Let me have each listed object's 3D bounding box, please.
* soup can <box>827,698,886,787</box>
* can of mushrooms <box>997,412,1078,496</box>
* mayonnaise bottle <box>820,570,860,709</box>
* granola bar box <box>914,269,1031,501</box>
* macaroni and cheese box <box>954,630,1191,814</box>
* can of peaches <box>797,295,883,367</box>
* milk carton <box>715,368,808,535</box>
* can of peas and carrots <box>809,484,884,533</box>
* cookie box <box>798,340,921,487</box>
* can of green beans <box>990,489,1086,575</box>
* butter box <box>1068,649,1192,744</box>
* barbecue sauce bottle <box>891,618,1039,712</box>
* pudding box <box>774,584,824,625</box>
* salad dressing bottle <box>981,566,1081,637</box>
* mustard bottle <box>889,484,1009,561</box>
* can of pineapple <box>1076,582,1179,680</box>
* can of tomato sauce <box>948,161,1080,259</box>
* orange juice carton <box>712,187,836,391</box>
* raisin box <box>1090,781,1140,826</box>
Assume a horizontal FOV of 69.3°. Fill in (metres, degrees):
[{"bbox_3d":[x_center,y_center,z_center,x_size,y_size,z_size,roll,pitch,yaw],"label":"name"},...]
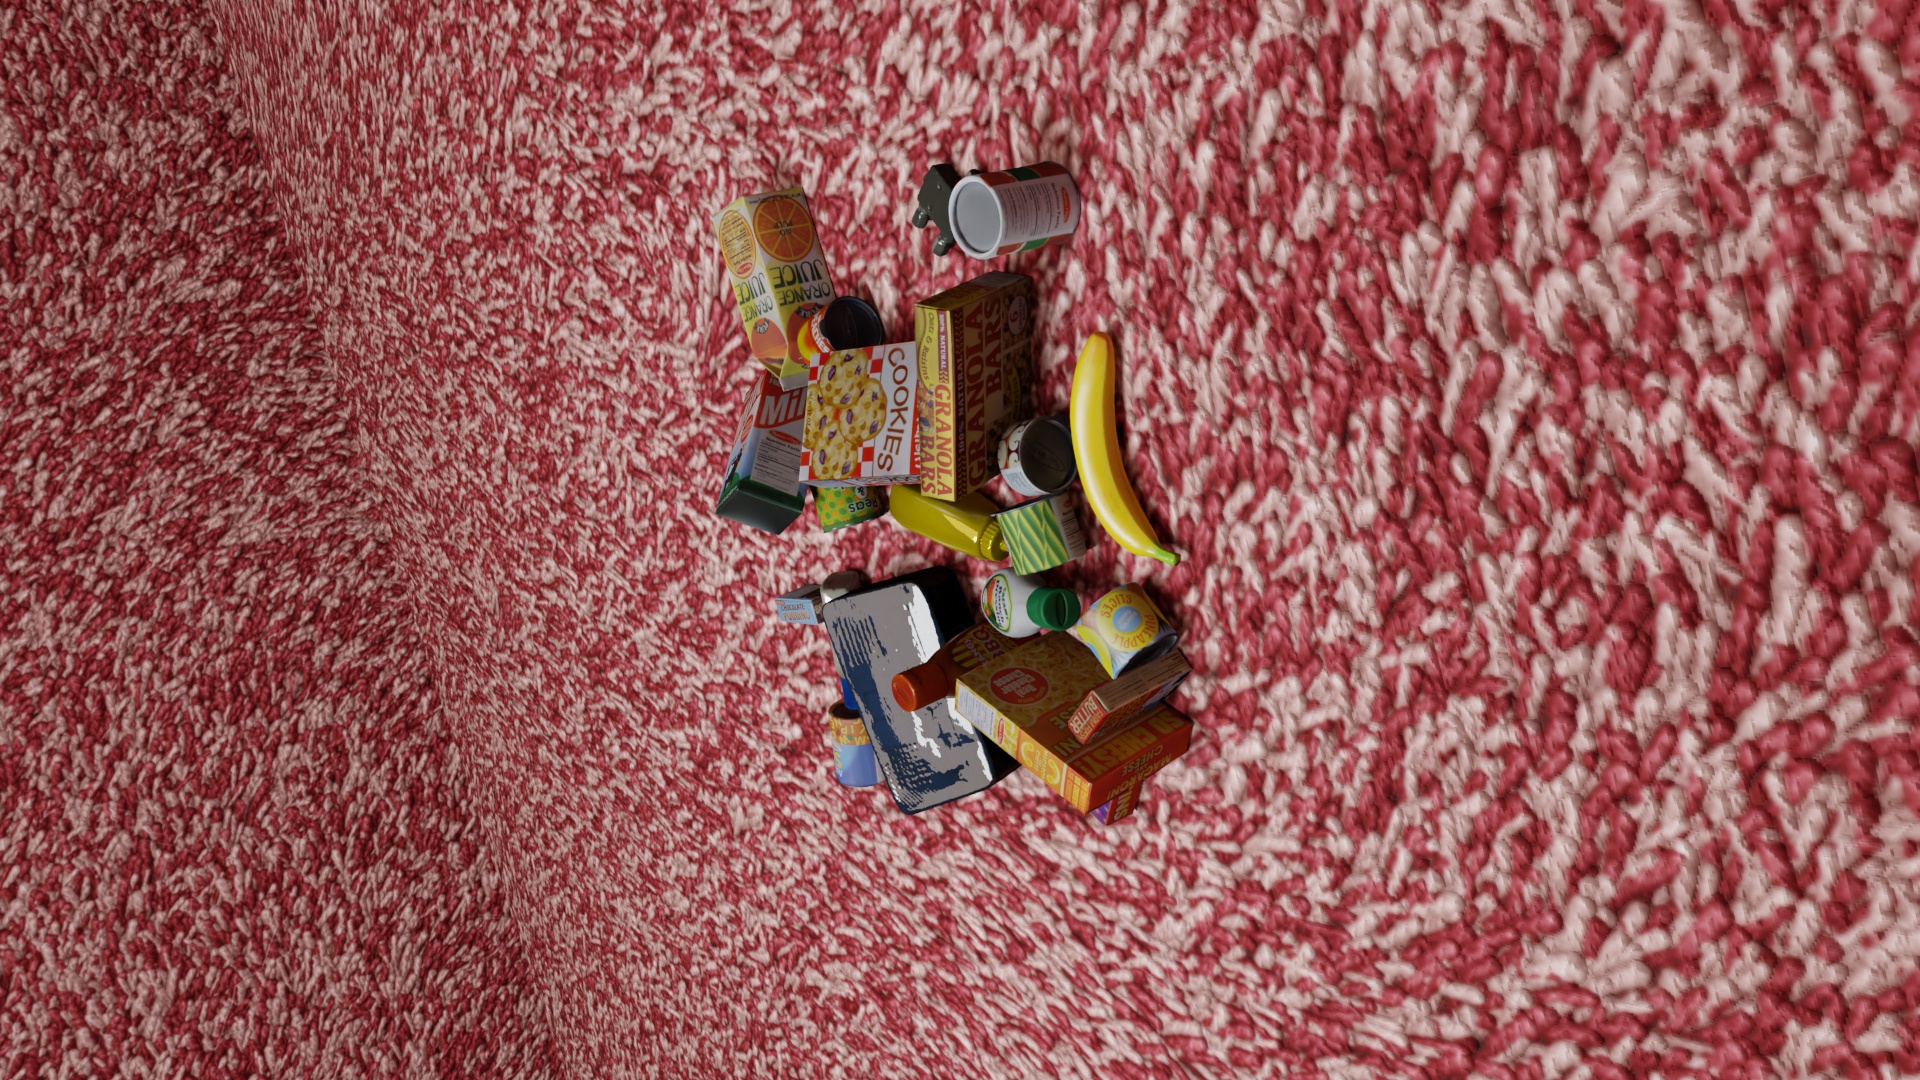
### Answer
[{"bbox_3d":[-0.113,0.223,1.548,0.071,0.071,0.083,15,117,49],"label":"soup can"},{"bbox_3d":[0.067,-0.073,1.176,0.033,0.071,0.071,-9,99,54],"label":"can of mushrooms"},{"bbox_3d":[-0.120,0.111,1.512,0.041,0.065,0.147,-5,109,9],"label":"mayonnaise bottle"},{"bbox_3d":[0.013,-0.130,1.163,0.039,0.125,0.164,14,119,30],"label":"granola bar box"},{"bbox_3d":[0.095,0.152,1.196,0.167,0.124,0.040,35,135,38],"label":"macaroni and cheese box"},{"bbox_3d":[-0.120,-0.198,1.352,0.058,0.071,0.071,-17,93,55],"label":"can of peaches"},{"bbox_3d":[-0.190,-0.110,1.441,0.072,0.073,0.191,-36,39,55],"label":"milk carton"},{"bbox_3d":[-0.116,-0.044,1.426,0.071,0.071,0.058,-12,96,54],"label":"can of peas and carrots"},{"bbox_3d":[-0.070,-0.113,1.254,0.167,0.040,0.123,-1,81,39],"label":"cookie box"},{"bbox_3d":[0.070,-0.007,1.202,0.071,0.071,0.057,-14,96,54],"label":"can of green beans"},{"bbox_3d":[0.140,0.128,1.144,0.024,0.104,0.052,53,142,21],"label":"butter box"},{"bbox_3d":[0.006,0.115,1.273,0.065,0.149,0.043,49,140,26],"label":"barbecue sauce bottle"},{"bbox_3d":[-0.166,0.072,1.561,0.083,0.050,0.030,0,108,52],"label":"pudding box"},{"bbox_3d":[0.062,0.056,1.223,0.147,0.044,0.064,-178,86,-72],"label":"salad dressing bottle"},{"bbox_3d":[0.005,-0.016,1.286,0.160,0.065,0.048,29,124,37],"label":"mustard bottle"},{"bbox_3d":[0.138,0.076,1.151,0.058,0.071,0.070,54,141,21],"label":"can of pineapple"},{"bbox_3d":[0.041,-0.261,1.101,0.071,0.083,0.071,26,126,43],"label":"can of tomato sauce"},{"bbox_3d":[-0.178,-0.249,1.402,0.073,0.072,0.192,-11,98,54],"label":"orange juice carton"},{"bbox_3d":[0.111,0.188,1.266,0.123,0.040,0.085,38,133,38],"label":"raisin box"}]
